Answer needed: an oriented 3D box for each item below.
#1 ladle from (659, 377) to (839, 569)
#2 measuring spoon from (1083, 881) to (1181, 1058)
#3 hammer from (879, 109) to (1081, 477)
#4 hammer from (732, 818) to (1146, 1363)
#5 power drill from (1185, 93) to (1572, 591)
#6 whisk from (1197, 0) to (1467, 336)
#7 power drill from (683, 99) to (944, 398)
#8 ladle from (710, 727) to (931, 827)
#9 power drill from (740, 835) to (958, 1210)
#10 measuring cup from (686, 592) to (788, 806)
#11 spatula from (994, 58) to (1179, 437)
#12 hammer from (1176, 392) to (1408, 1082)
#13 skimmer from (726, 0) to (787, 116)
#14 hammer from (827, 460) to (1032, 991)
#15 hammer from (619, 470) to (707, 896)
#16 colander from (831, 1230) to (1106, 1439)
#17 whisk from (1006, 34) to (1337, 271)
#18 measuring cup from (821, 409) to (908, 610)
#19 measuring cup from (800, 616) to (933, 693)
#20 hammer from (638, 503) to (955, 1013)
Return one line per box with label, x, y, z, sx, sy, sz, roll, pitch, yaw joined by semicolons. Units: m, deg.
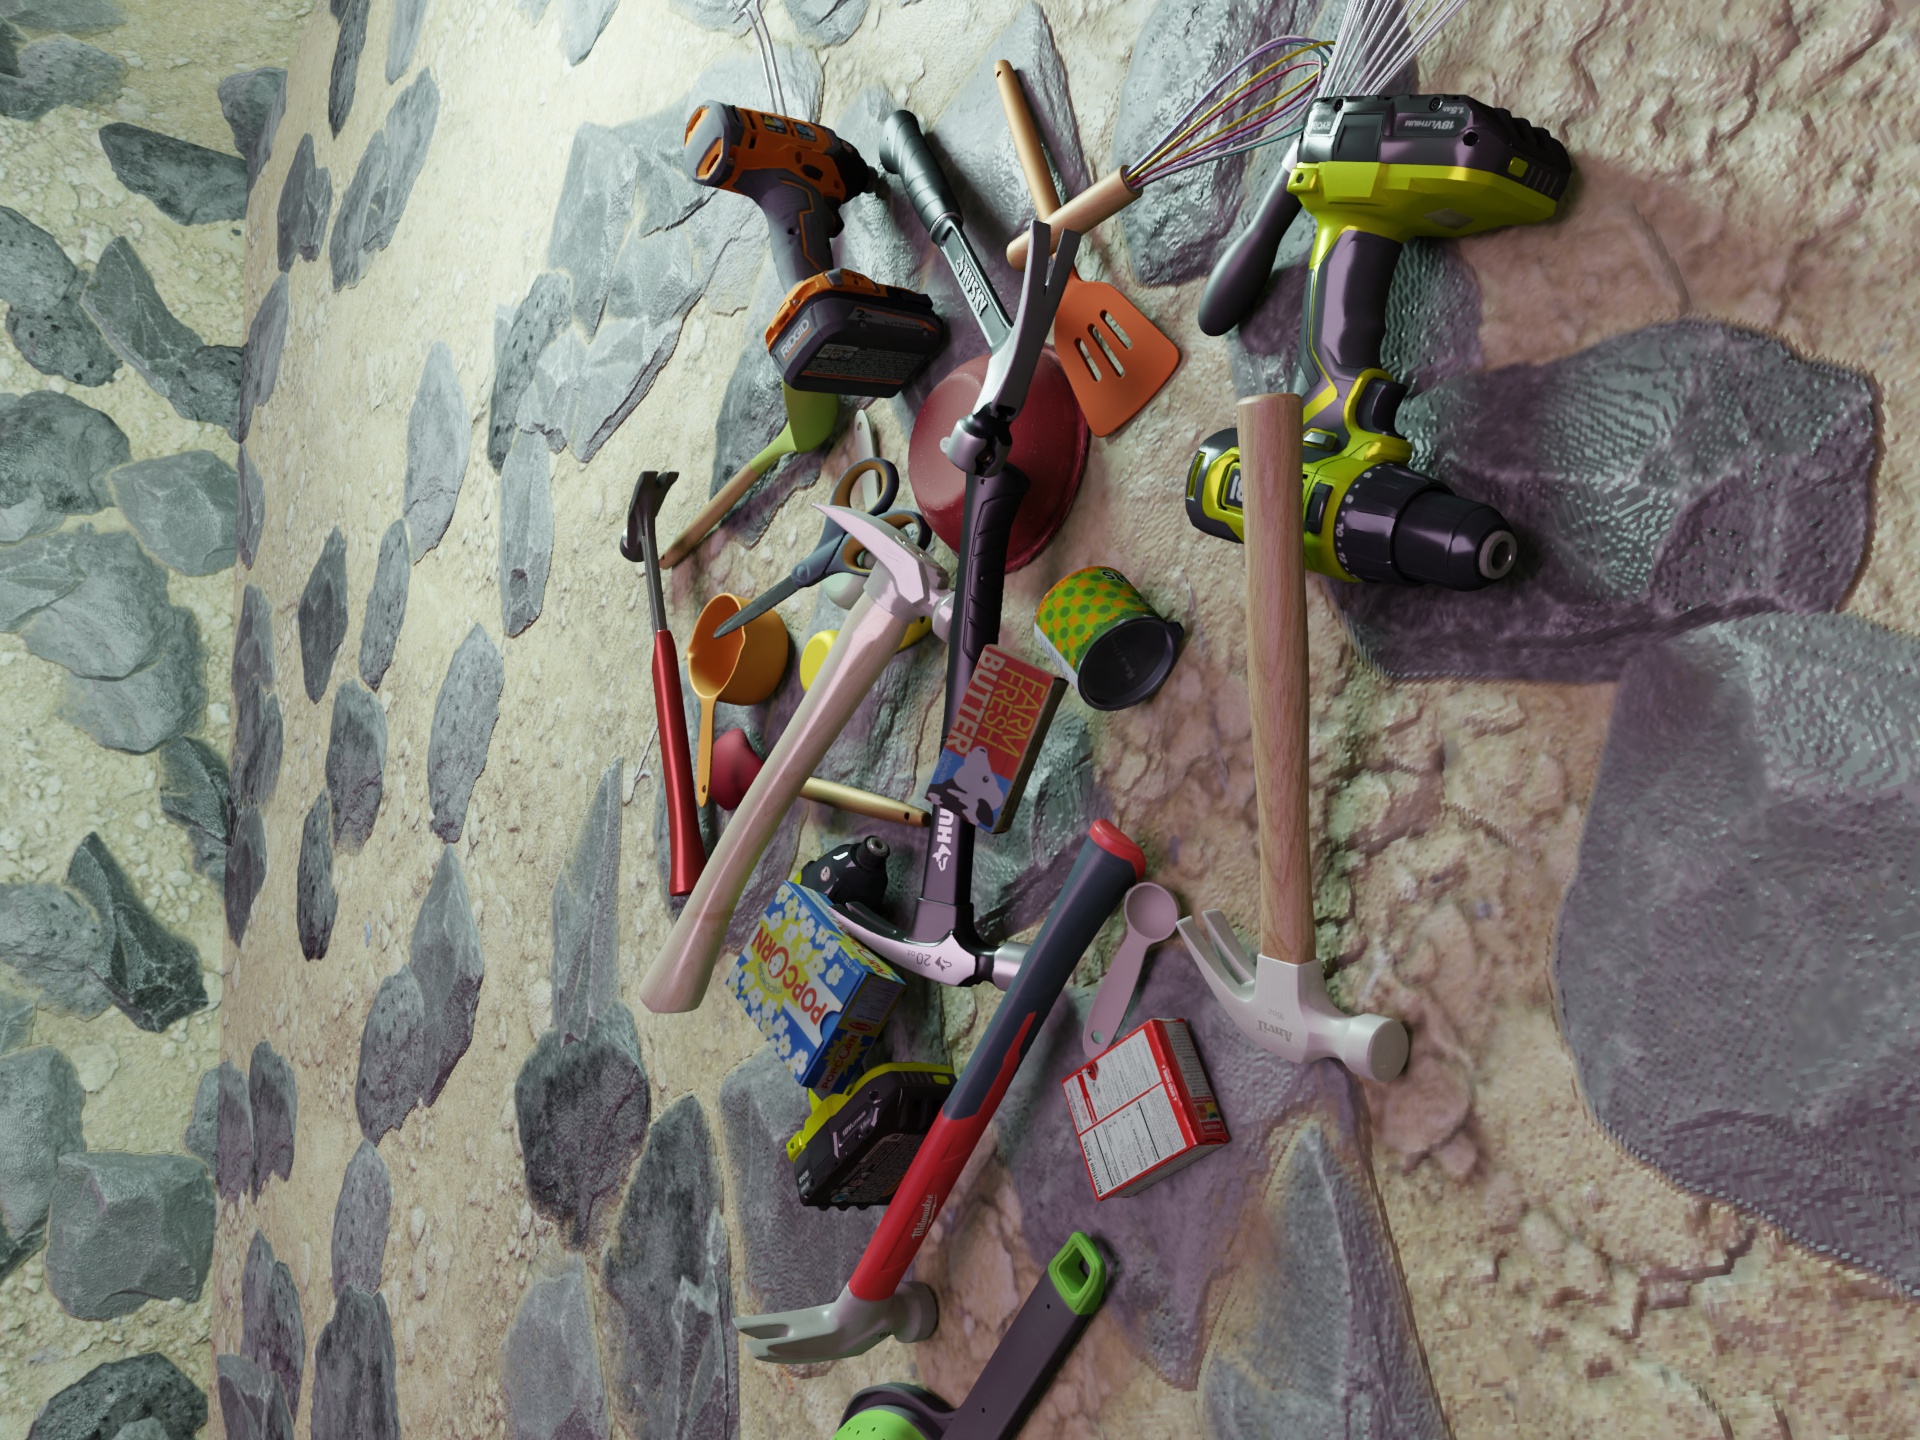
ladle;-0.195;-0.204;1.346;0.320;0.062;0.078;-33;58;48
measuring spoon;0.098;0.145;0.923;0.034;0.018;0.124;33;118;27
hammer;-0.005;-0.327;1.063;0.409;0.036;0.149;-108;35;-49
hammer;-0.003;0.227;0.951;0.038;0.143;0.386;42;112;44
power drill;0.213;-0.180;0.783;0.191;0.080;0.228;28;108;52
whisk;0.200;-0.327;0.845;0.284;0.070;0.070;-60;42;34
power drill;-0.098;-0.353;1.183;0.084;0.164;0.227;-40;65;41
ladle;-0.119;0.052;1.220;0.315;0.031;0.069;10;92;52
power drill;-0.077;0.203;1.092;0.171;0.080;0.223;-52;43;33
measuring cup;-0.181;-0.014;1.287;0.095;0.052;0.174;-6;77;52
spatula;0.067;-0.331;1.052;0.081;0.041;0.323;-43;47;39
hammer;0.158;0.006;0.792;0.130;0.031;0.331;7;104;54
skimmer;-0.131;-0.524;1.346;0.127;0.090;0.363;-21;77;47
hammer;-0.002;-0.003;1.005;0.146;0.035;0.335;8;93;30
hammer;-0.249;-0.029;1.364;0.149;0.036;0.359;138;126;-63
colander;-0.032;0.461;0.963;0.205;0.094;0.397;50;123;45
whisk;0.121;-0.329;0.941;0.245;0.051;0.047;-22;26;43
measuring cup;-0.080;-0.161;1.195;0.083;0.038;0.168;-26;65;48
measuring cup;-0.071;-0.055;1.170;0.156;0.029;0.062;-27;63;50
hammer;-0.139;0.043;1.153;0.146;0.038;0.410;40;111;24
